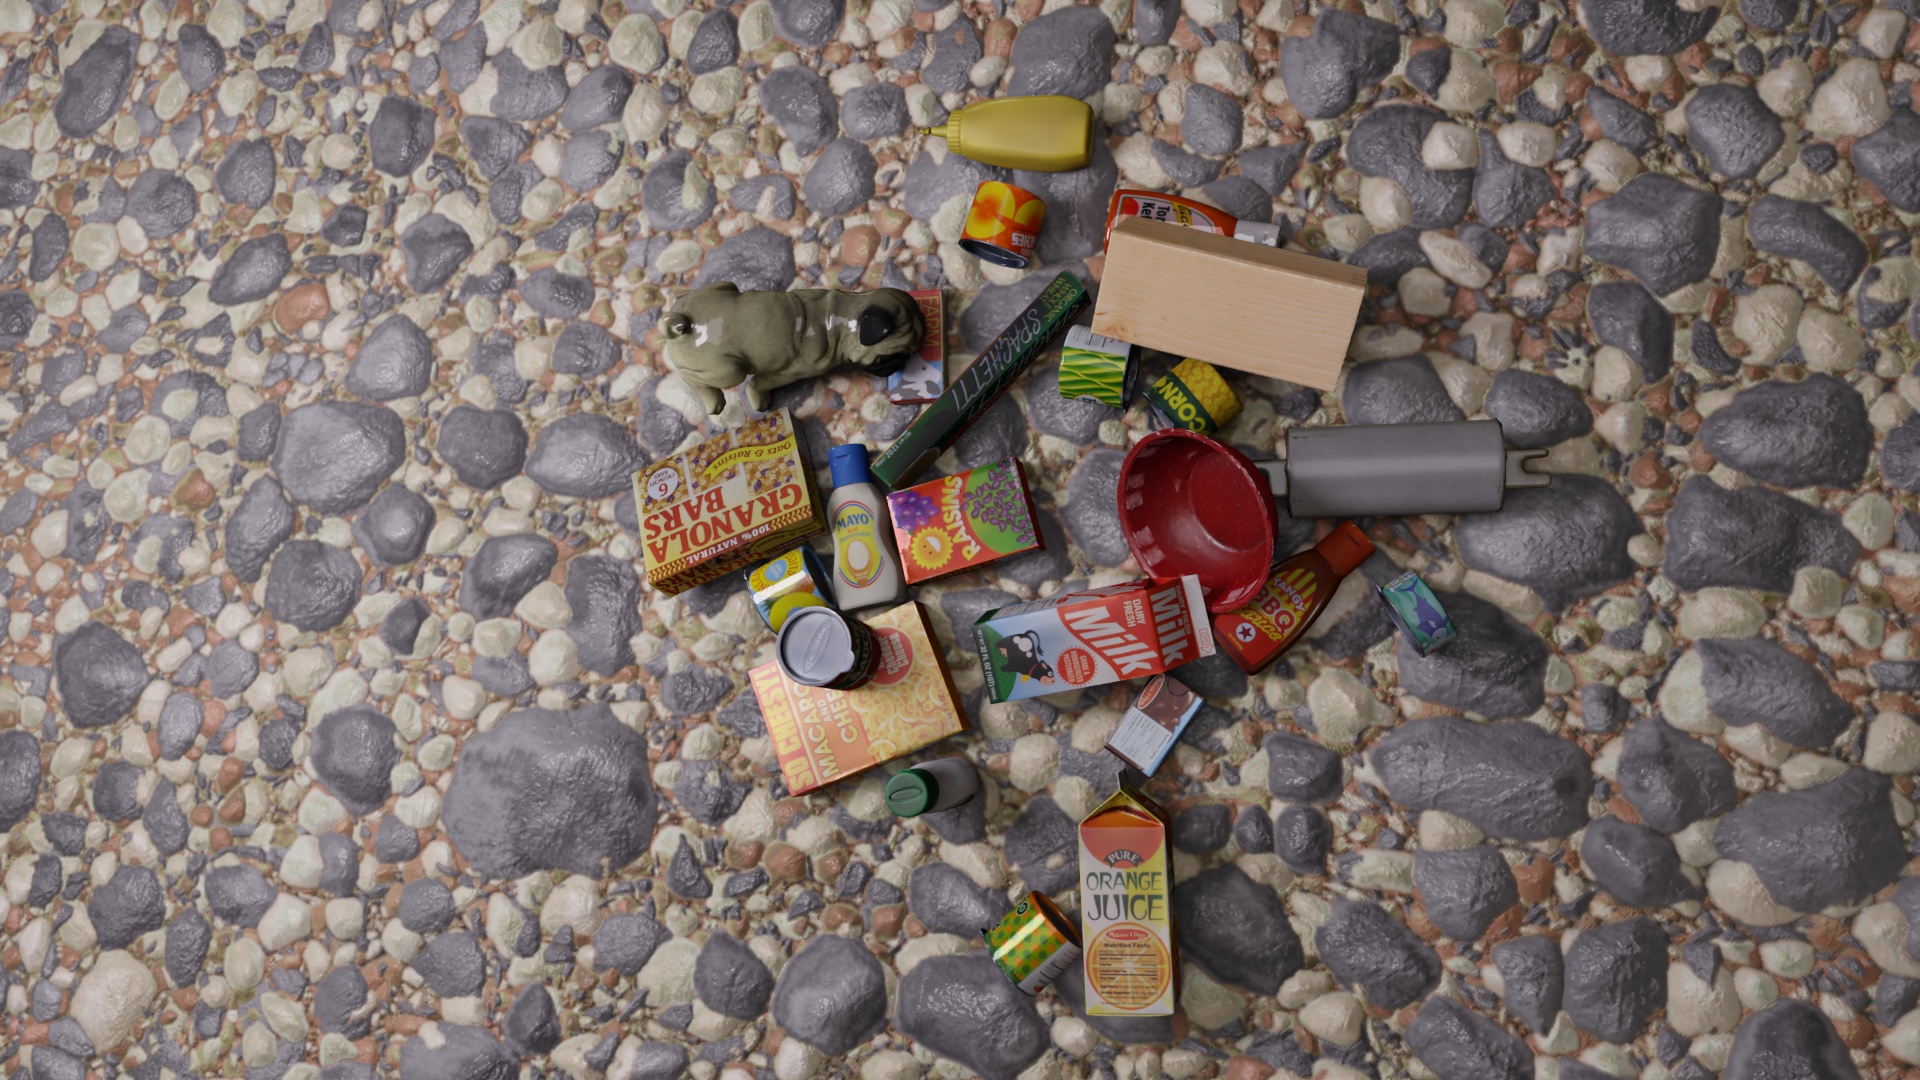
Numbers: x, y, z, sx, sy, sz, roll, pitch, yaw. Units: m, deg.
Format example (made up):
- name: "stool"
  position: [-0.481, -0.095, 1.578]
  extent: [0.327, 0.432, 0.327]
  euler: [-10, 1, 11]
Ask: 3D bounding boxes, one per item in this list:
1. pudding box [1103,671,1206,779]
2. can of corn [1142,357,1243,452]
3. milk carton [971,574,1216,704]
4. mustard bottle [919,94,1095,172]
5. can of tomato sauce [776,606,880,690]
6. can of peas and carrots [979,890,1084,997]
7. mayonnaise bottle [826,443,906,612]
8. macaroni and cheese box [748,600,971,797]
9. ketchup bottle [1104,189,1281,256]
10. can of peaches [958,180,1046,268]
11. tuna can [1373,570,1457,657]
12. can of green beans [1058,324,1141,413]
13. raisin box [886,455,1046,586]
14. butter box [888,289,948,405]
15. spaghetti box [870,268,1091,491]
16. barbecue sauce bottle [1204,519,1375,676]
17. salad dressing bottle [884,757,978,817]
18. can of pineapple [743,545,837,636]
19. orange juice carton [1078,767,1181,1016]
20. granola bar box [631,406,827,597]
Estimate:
- name: "pudding box"
  position: [0.166, 0.155, 1.180]
  extent: [0.050, 0.030, 0.083]
  euler: [34, 92, 16]
- name: "can of corn"
  position: [0.199, -0.119, 1.185]
  extent: [0.058, 0.071, 0.071]
  euler: [-39, 76, 6]
- name: "milk carton"
  position: [0.114, 0.081, 1.172]
  extent: [0.190, 0.073, 0.072]
  euler: [-13, 94, 13]
- name: "mustard bottle"
  position: [0.041, -0.372, 1.267]
  extent: [0.160, 0.049, 0.065]
  euler: [7, 85, 15]
- name: "can of tomato sauce"
  position: [-0.109, 0.094, 1.184]
  extent: [0.071, 0.083, 0.071]
  euler: [-2, 80, 14]
- name: "can of peas and carrots"
  position: [0.061, 0.335, 1.164]
  extent: [0.058, 0.071, 0.071]
  euler: [-43, 76, 5]
- name: "mayonnaise bottle"
  position: [-0.091, -0.013, 1.256]
  extent: [0.065, 0.041, 0.148]
  euler: [-13, 81, 16]
- name: "macaroni and cheese box"
  position: [-0.090, 0.142, 1.237]
  extent: [0.166, 0.040, 0.124]
  euler: [-23, 77, 9]
- name: "ketchup bottle"
  position: [0.204, -0.268, 1.217]
  extent: [0.149, 0.043, 0.064]
  euler: [11, 92, 14]
- name: "can of peaches"
  position: [0.040, -0.283, 1.246]
  extent: [0.071, 0.071, 0.058]
  euler: [18, 87, 15]
- name: "tuna can"
  position: [0.368, 0.057, 1.125]
  extent: [0.033, 0.071, 0.071]
  euler: [-33, 77, 7]
- name: "can of green beans"
  position: [0.122, -0.151, 1.211]
  extent: [0.058, 0.071, 0.071]
  euler: [12, 86, 15]
- name: "raisin box"
  position: [0.004, -0.015, 1.235]
  extent: [0.123, 0.040, 0.086]
  euler: [-16, 81, 12]
- name: "butter box"
  position: [-0.039, -0.177, 1.274]
  extent: [0.053, 0.024, 0.103]
  euler: [-3, 83, 13]
- name: "spaghetti box"
  position: [0.020, -0.141, 1.242]
  extent: [0.250, 0.050, 0.029]
  euler: [-45, 78, 4]
- name: "barbecue sauce bottle"
  position: [0.278, 0.044, 1.160]
  extent: [0.148, 0.043, 0.065]
  euler: [-41, 75, 5]
- name: "salad dressing bottle"
  position: [-0.026, 0.207, 1.158]
  extent: [0.064, 0.147, 0.044]
  euler: [-13, 81, 12]
- name: "can of pineapple"
  position: [-0.152, 0.044, 1.250]
  extent: [0.058, 0.071, 0.071]
  euler: [-27, 78, 8]
- name: "orange juice carton"
  position: [0.139, 0.286, 1.148]
  extent: [0.073, 0.072, 0.193]
  euler: [-4, 82, 13]
- name: "granola bar box"
  position: [-0.213, -0.035, 1.273]
  extent: [0.165, 0.039, 0.124]
  euler: [-22, 60, 10]
